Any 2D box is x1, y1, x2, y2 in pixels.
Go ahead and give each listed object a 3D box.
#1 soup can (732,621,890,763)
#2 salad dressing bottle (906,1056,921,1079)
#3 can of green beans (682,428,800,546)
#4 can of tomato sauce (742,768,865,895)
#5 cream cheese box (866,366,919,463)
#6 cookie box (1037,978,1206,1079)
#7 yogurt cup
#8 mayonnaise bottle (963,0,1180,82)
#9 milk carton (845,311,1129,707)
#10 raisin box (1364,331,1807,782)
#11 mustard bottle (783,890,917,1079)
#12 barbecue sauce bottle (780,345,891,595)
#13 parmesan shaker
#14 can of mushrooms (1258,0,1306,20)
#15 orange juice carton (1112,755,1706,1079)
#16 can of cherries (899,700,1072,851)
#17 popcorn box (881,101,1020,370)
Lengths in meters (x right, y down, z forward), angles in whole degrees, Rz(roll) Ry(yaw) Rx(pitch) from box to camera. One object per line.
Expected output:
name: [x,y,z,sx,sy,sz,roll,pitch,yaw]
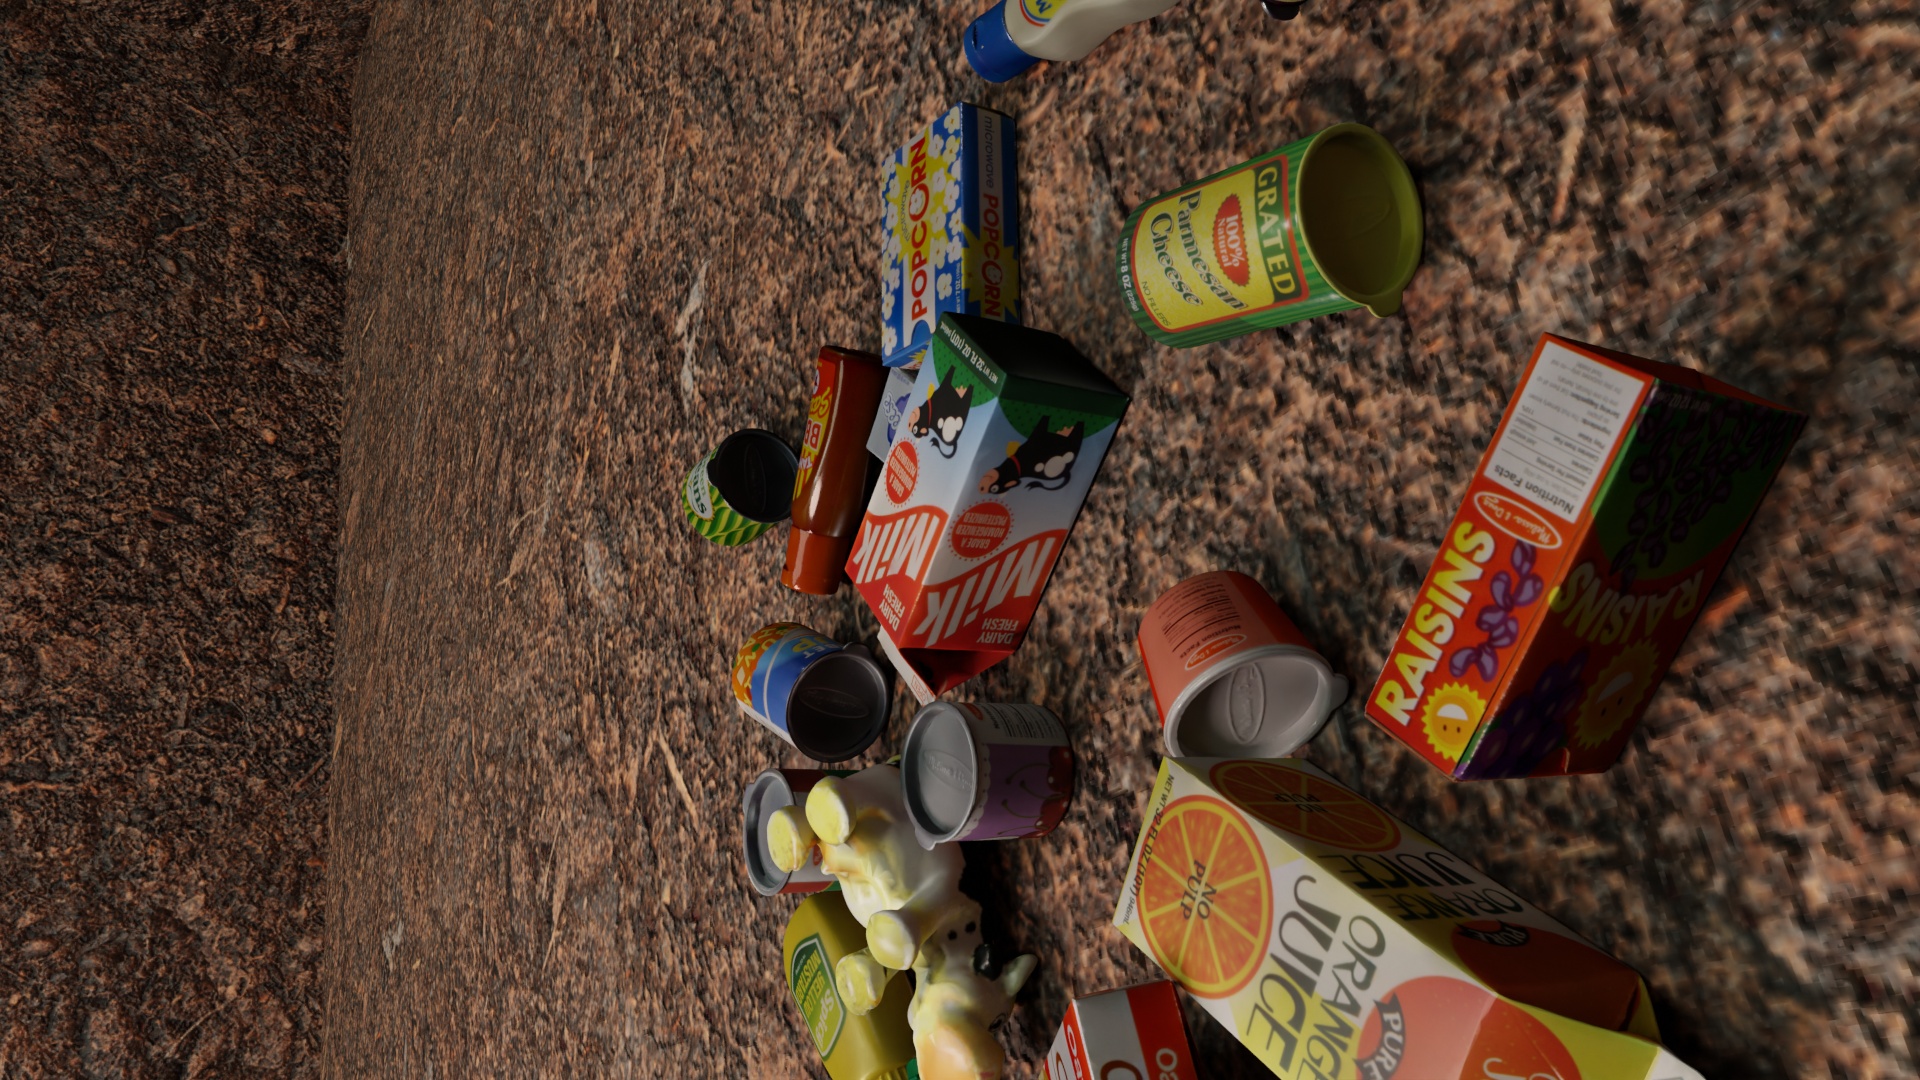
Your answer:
soup can: [-0.089,0.085,0.823,0.084,0.071,0.071,17,99,57]
salad dressing bottle: [0.005,0.319,0.657,0.064,0.044,0.148,-46,47,43]
can of green beans: [-0.146,-0.035,0.931,0.057,0.071,0.071,-28,61,52]
can of tomato sauce: [-0.069,0.158,0.762,0.071,0.083,0.071,-15,72,55]
cream cheese box: [-0.015,-0.057,0.772,0.104,0.024,0.053,41,119,52]
cookie box: [0.066,0.247,0.514,0.166,0.040,0.123,94,164,-57]
yogurt cup: [0.103,0.049,0.537,0.072,0.072,0.054,-61,31,31]
mayonnaise bottle: [0.056,-0.270,0.684,0.148,0.041,0.065,-12,76,55]
milk carton: [0.002,-0.009,0.691,0.072,0.073,0.189,52,127,47]
raisin box: [0.180,0.009,0.402,0.040,0.086,0.123,41,119,47]
mustard bottle: [-0.049,0.262,0.744,0.161,0.049,0.065,53,130,47]
barbecue sauce bottle: [-0.077,-0.042,0.846,0.065,0.044,0.148,-139,60,-70]
parmesan shaker: [0.117,-0.112,0.541,0.103,0.071,0.071,-6,79,57]
can of mushrooms: [0.132,-0.244,0.542,0.033,0.071,0.071,-7,79,55]
orange juice carton: [0.141,0.144,0.451,0.193,0.073,0.071,33,111,54]
can of cherries: [0.012,0.113,0.669,0.071,0.058,0.071,-13,74,55]
popcorn box: [-0.007,-0.165,0.767,0.085,0.038,0.127,-17,70,54]
